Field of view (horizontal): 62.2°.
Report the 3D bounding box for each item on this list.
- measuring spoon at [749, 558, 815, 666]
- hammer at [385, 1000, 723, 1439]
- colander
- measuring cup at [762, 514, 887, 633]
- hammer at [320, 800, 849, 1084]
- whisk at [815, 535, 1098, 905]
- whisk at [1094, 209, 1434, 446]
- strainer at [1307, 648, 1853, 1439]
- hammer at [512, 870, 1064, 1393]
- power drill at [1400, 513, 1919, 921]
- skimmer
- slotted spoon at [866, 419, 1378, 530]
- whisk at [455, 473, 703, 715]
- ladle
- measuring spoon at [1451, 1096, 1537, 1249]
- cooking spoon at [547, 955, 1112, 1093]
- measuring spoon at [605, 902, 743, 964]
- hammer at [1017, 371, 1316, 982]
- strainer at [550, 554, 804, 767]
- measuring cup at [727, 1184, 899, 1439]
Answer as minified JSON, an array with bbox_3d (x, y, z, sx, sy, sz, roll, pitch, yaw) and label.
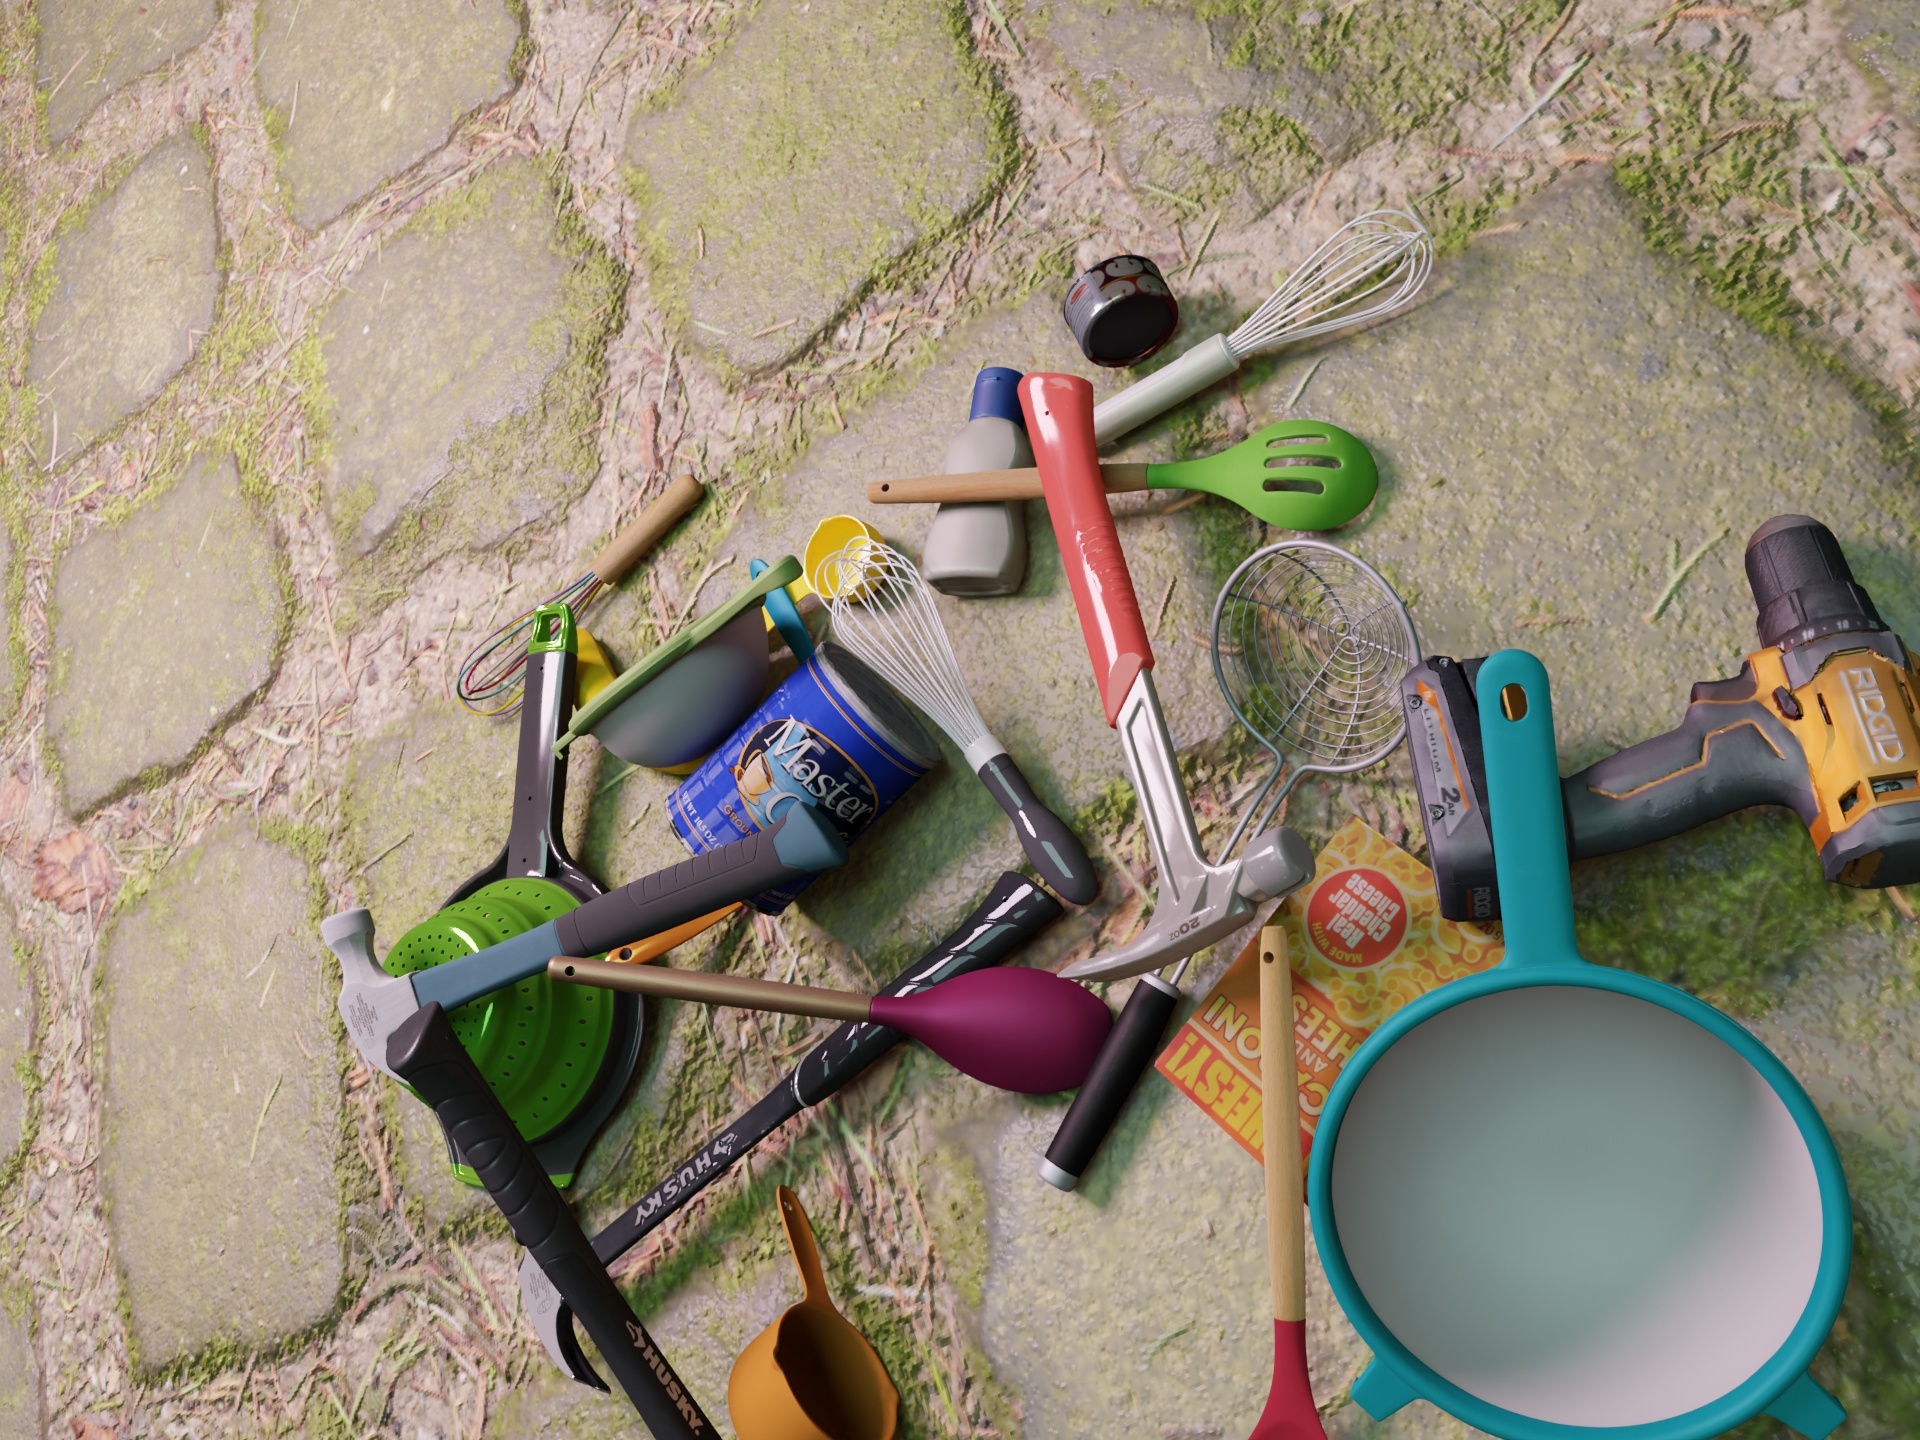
[{"bbox_3d":[-0.114,-0.055,1.051,0.042,0.021,0.129,-40,70,28],"label":"measuring spoon"},{"bbox_3d":[-0.194,0.293,0.834,0.035,0.146,0.335,-33,90,14],"label":"hammer"},{"bbox_3d":[-0.308,0.106,1.048,0.204,0.094,0.397,-4,77,28],"label":"colander"},{"bbox_3d":[-0.109,-0.080,1.082,0.156,0.029,0.062,-37,62,27],"label":"measuring cup"},{"bbox_3d":[-0.220,0.122,0.933,0.331,0.033,0.128,-22,82,13],"label":"hammer"},{"bbox_3d":[-0.003,-0.003,0.959,0.070,0.070,0.285,-40,65,11],"label":"whisk"},{"bbox_3d":[0.169,-0.228,0.961,0.246,0.059,0.058,-27,22,23],"label":"whisk"},{"bbox_3d":[0.256,0.137,0.694,0.211,0.095,0.340,-6,93,19],"label":"strainer"},{"bbox_3d":[-0.104,0.227,0.934,0.409,0.036,0.149,-40,40,8],"label":"hammer"},{"bbox_3d":[0.328,-0.003,0.749,0.226,0.084,0.186,-10,59,14],"label":"power drill"},{"bbox_3d":[0.124,0.081,0.839,0.127,0.090,0.363,28,87,34],"label":"skimmer"},{"bbox_3d":[0.088,-0.143,0.954,0.314,0.031,0.070,0,72,21],"label":"slotted spoon"},{"bbox_3d":[-0.285,-0.095,1.173,0.245,0.051,0.047,-43,51,6],"label":"whisk"},{"bbox_3d":[0.153,0.256,0.754,0.069,0.031,0.315,-5,83,36],"label":"ladle"},{"bbox_3d":[0.237,0.232,0.760,0.034,0.018,0.124,26,86,34],"label":"measuring spoon"},{"bbox_3d":[-0.075,0.159,0.888,0.319,0.017,0.069,7,85,5],"label":"cooking spoon"},{"bbox_3d":[-0.174,0.128,1.014,0.117,0.011,0.021,-27,64,-9],"label":"measuring spoon"},{"bbox_3d":[0.079,-0.042,0.877,0.149,0.036,0.359,-33,56,33],"label":"hammer"},{"bbox_3d":[-0.142,-0.030,0.965,0.151,0.069,0.256,-39,7,-34],"label":"strainer"},{"bbox_3d":[-0.095,0.340,0.883,0.052,0.095,0.174,-45,38,14],"label":"measuring cup"}]
